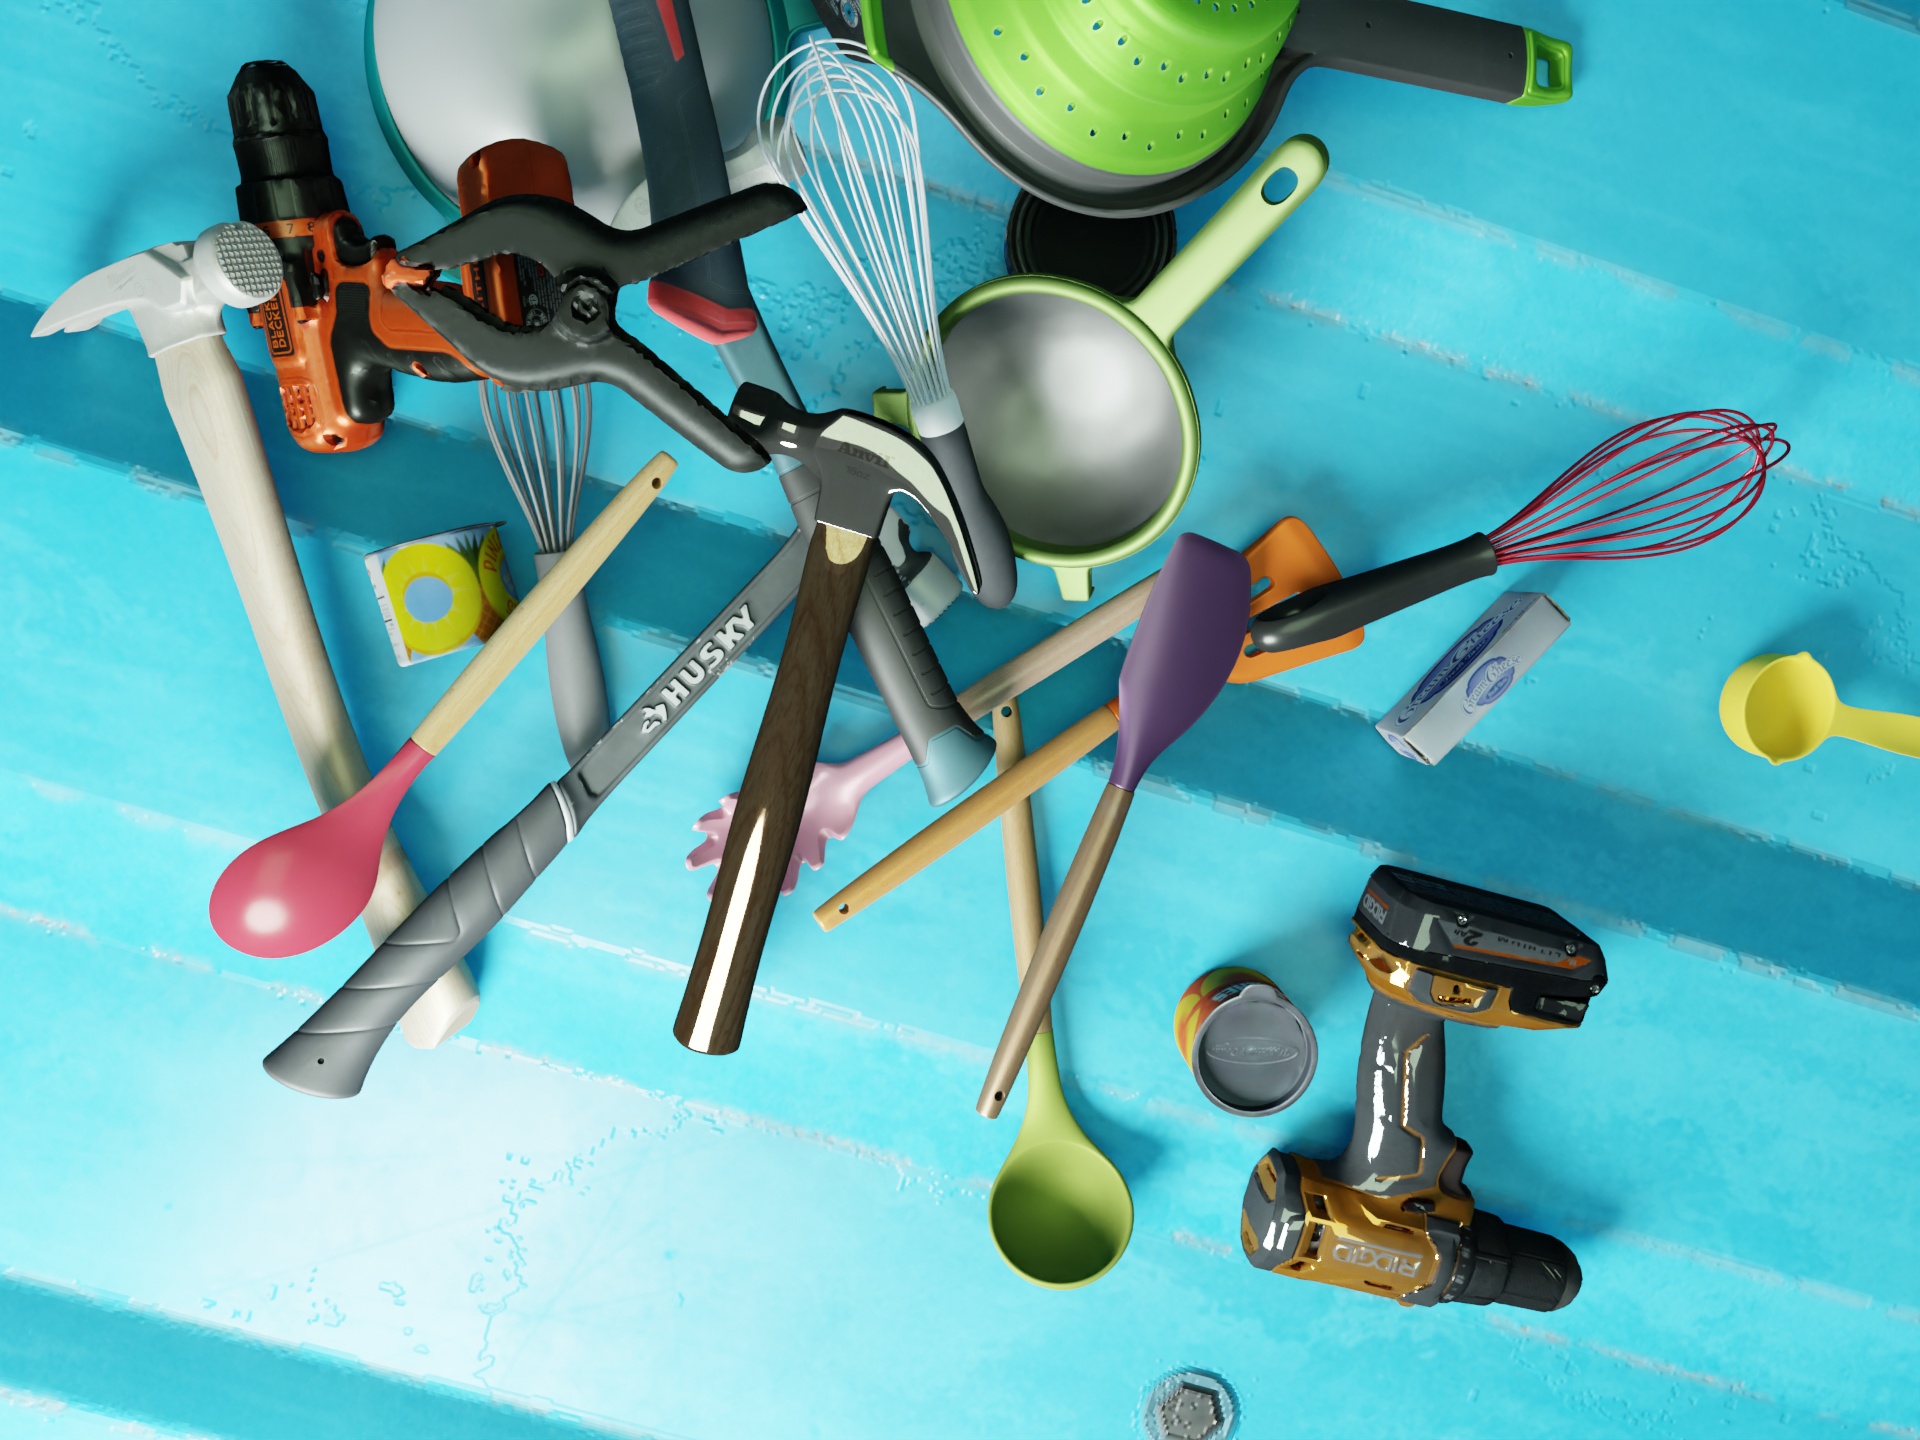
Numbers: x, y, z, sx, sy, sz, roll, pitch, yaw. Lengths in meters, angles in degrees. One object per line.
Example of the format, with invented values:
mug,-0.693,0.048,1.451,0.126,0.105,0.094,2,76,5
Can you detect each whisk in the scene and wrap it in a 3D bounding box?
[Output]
whisk,-0.021,-0.173,0.738,0.070,0.070,0.284,-21,122,-1
whisk,0.286,-0.092,0.814,0.296,0.073,0.073,-20,97,-4
whisk,-0.203,-0.085,0.810,0.055,0.055,0.239,-6,101,-2

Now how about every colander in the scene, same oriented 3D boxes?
colander,0.153,-0.328,0.706,0.397,0.094,0.204,-2,92,-26

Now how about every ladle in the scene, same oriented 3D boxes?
ladle,-0.241,-0.007,0.765,0.315,0.031,0.069,-51,134,-5
ladle,0.040,0.140,0.840,0.078,0.062,0.320,-6,94,-4

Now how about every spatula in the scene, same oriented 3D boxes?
spatula,0.061,0.012,0.818,0.322,0.041,0.081,-35,103,-10
spatula,0.074,0.058,0.809,0.059,0.018,0.316,21,94,-20

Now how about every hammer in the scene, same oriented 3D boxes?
hammer,-0.068,-0.112,0.770,0.128,0.033,0.331,-28,99,-8
hammer,-0.187,0.027,0.789,0.149,0.036,0.409,45,84,-12
hammer,-0.131,-0.362,0.697,0.143,0.038,0.386,-14,95,-15
hammer,-0.082,0.016,0.763,0.130,0.031,0.331,17,108,0
hammer,-0.337,-0.025,0.797,0.146,0.038,0.410,-8,105,29

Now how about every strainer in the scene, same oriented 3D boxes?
strainer,-0.126,-0.342,0.757,0.340,0.095,0.211,-13,97,0
strainer,0.084,-0.184,0.756,0.151,0.069,0.256,43,129,-6

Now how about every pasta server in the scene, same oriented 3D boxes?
pasta server,-0.001,-0.003,0.818,0.316,0.040,0.060,-32,97,6

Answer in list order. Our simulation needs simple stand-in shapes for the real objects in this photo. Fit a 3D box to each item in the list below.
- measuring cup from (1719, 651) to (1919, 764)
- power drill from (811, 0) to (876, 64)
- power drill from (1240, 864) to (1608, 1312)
measuring cup,0.483,0.001,0.867,0.156,0.029,0.062,11,96,-16
power drill,0.018,-0.415,0.740,0.223,0.080,0.171,-33,98,-22
power drill,0.268,0.208,0.849,0.185,0.084,0.226,15,100,-5
